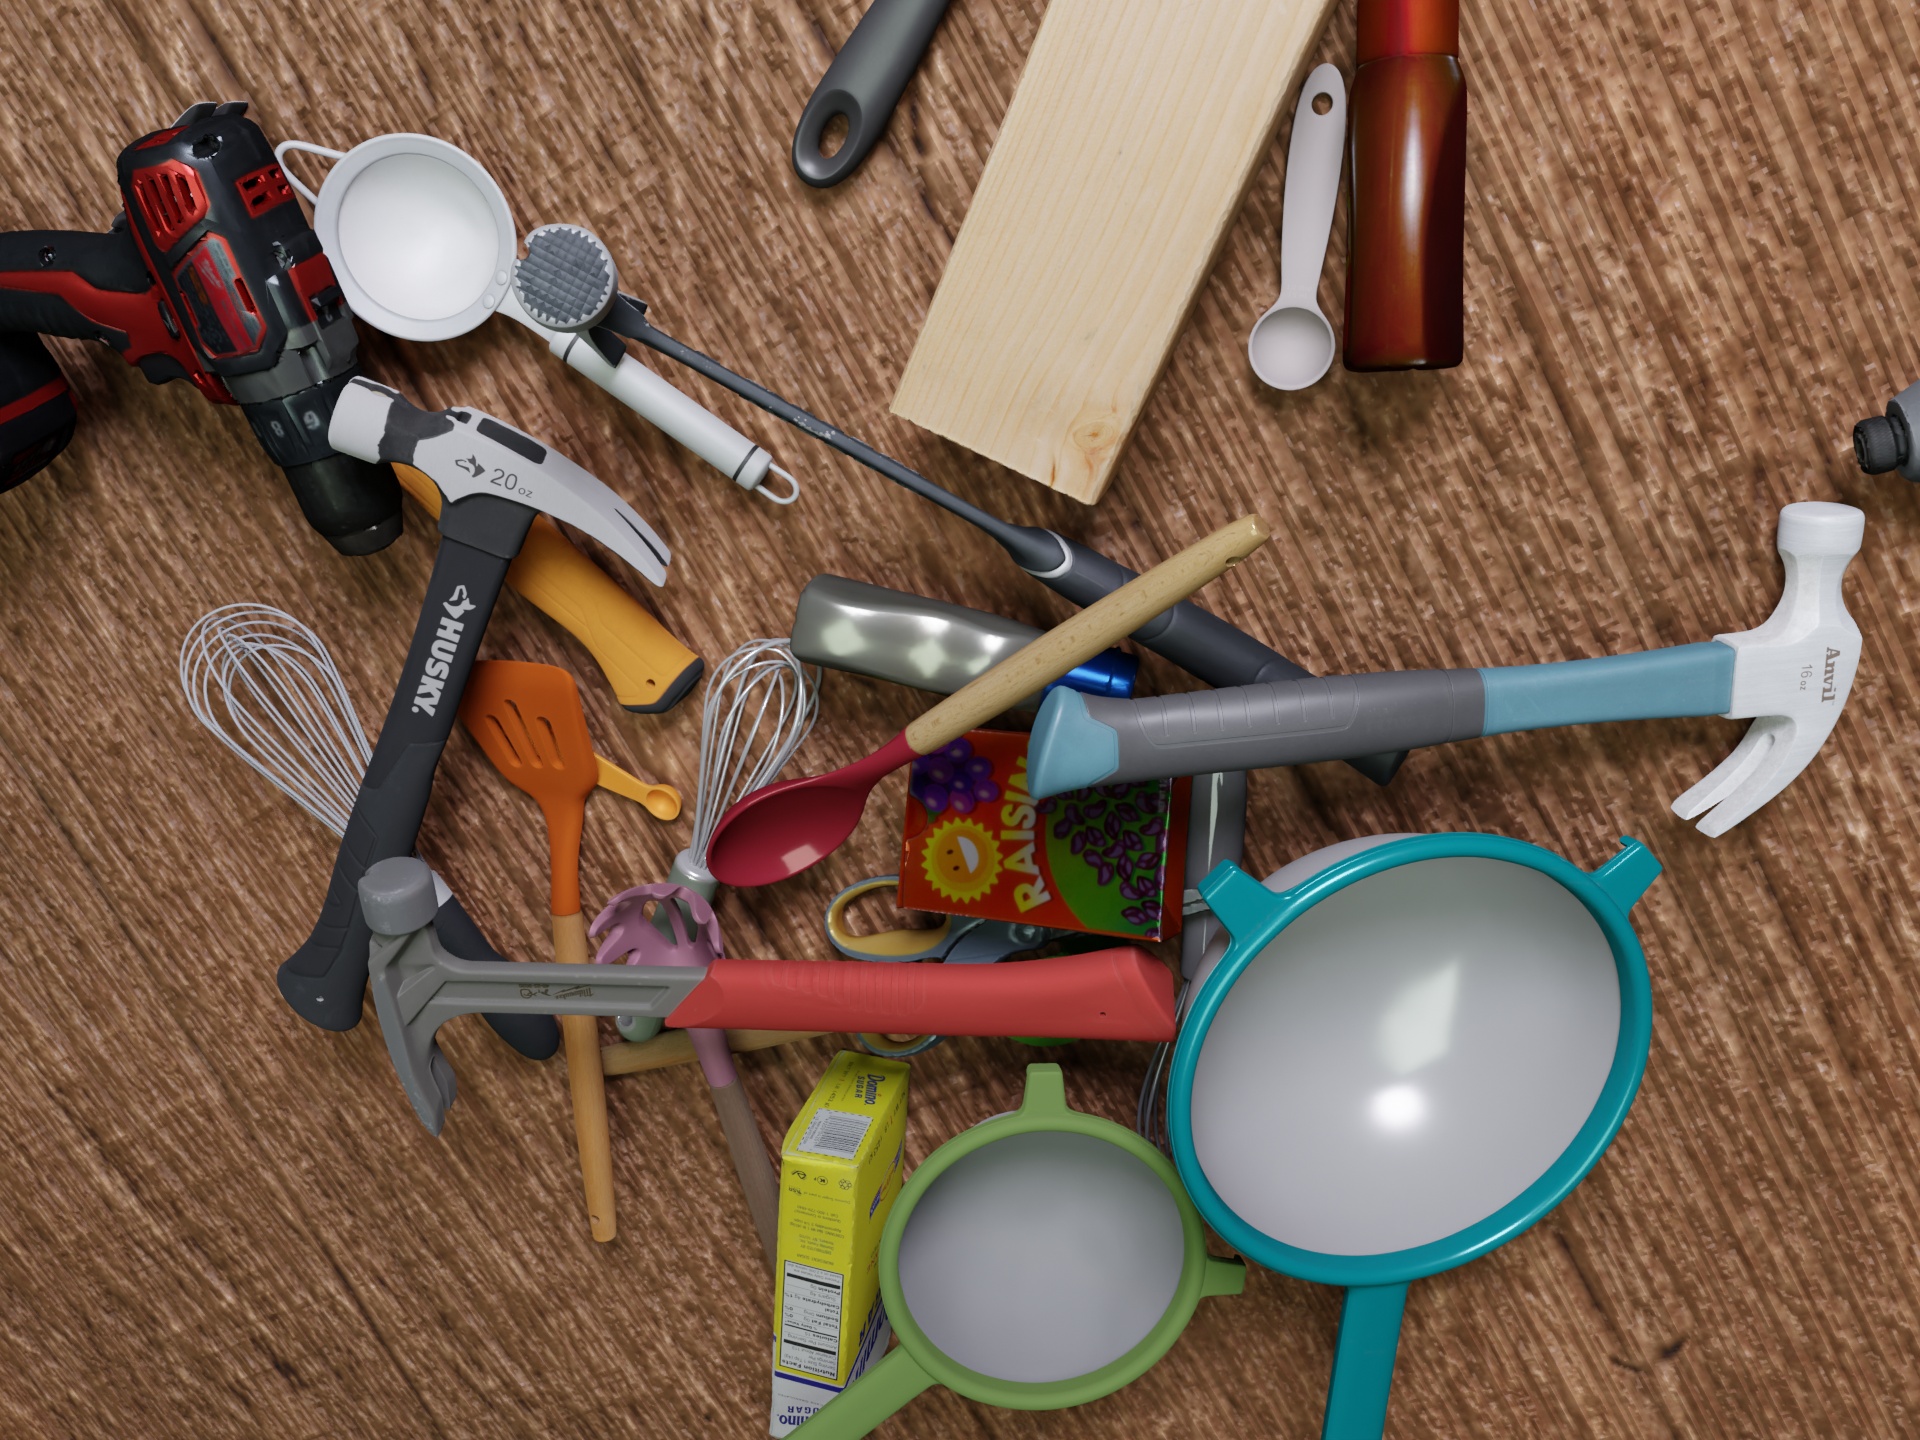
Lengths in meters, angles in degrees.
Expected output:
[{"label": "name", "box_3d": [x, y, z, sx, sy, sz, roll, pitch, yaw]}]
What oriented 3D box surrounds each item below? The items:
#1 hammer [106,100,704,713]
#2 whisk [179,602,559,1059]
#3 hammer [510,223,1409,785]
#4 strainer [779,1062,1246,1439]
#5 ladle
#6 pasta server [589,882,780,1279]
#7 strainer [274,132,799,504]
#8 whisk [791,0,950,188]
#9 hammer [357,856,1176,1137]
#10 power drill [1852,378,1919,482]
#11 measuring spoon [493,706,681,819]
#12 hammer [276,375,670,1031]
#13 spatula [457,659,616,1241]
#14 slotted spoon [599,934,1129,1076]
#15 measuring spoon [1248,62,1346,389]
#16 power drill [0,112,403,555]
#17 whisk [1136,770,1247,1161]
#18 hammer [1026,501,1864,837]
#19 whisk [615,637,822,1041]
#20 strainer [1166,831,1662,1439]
[{"label": "hammer", "box_3d": [-0.250, -0.129, 0.738, 0.337, 0.034, 0.127, 42, 115, -4]}, {"label": "whisk", "box_3d": [-0.294, 0.064, 0.812, 0.070, 0.070, 0.284, -27, 106, 21]}, {"label": "hammer", "box_3d": [0.015, -0.076, 0.649, 0.408, 0.149, 0.036, 28, 94, -11]}, {"label": "strainer", "box_3d": [-0.003, 0.275, 0.757, 0.256, 0.069, 0.151, -41, 103, 7]}, {"label": "ladle", "box_3d": [-0.001, -0.002, 0.650, 0.315, 0.069, 0.031, -32, 60, 38]}, {"label": "pasta server", "box_3d": [-0.115, 0.207, 0.804, 0.060, 0.040, 0.316, -8, 118, 9]}, {"label": "strainer", "box_3d": [-0.180, -0.172, 0.703, 0.258, 0.050, 0.087, 35, 107, -7]}, {"label": "whisk", "box_3d": [0.017, -0.324, 0.592, 0.073, 0.073, 0.295, 38, 120, -2]}, {"label": "hammer", "box_3d": [-0.084, 0.131, 0.719, 0.359, 0.037, 0.149, 1, 123, 4]}, {"label": "power drill", "box_3d": [0.422, -0.041, 0.588, 0.143, 0.078, 0.219, -13, 103, 16]}, {"label": "measuring spoon", "box_3d": [-0.189, 0.017, 0.792, 0.117, 0.011, 0.021, 27, 128, 6]}, {"label": "hammer", "box_3d": [-0.249, 0.017, 0.735, 0.146, 0.035, 0.334, 20, 117, -14]}, {"label": "spatula", "box_3d": [-0.203, 0.123, 0.807, 0.081, 0.041, 0.322, 2, 105, 22]}, {"label": "slotted spoon", "box_3d": [-0.065, 0.150, 0.801, 0.314, 0.031, 0.070, -15, 93, 20]}, {"label": "measuring spoon", "box_3d": [0.138, -0.195, 0.634, 0.034, 0.018, 0.124, 8, 105, 11]}, {"label": "power drill", "box_3d": [-0.364, -0.149, 0.700, 0.227, 0.080, 0.187, -7, 120, 16]}, {"label": "whisk", "box_3d": [0.113, 0.114, 0.738, 0.055, 0.055, 0.239, 5, 106, 12]}, {"label": "hammer", "box_3d": [0.189, -0.007, 0.625, 0.331, 0.033, 0.128, -6, 108, -4]}, {"label": "whisk", "box_3d": [-0.124, 0.064, 0.774, 0.058, 0.059, 0.246, 45, 123, 35]}, {"label": "strainer", "box_3d": [0.176, 0.189, 0.709, 0.211, 0.095, 0.340, -3, 112, -11]}]
